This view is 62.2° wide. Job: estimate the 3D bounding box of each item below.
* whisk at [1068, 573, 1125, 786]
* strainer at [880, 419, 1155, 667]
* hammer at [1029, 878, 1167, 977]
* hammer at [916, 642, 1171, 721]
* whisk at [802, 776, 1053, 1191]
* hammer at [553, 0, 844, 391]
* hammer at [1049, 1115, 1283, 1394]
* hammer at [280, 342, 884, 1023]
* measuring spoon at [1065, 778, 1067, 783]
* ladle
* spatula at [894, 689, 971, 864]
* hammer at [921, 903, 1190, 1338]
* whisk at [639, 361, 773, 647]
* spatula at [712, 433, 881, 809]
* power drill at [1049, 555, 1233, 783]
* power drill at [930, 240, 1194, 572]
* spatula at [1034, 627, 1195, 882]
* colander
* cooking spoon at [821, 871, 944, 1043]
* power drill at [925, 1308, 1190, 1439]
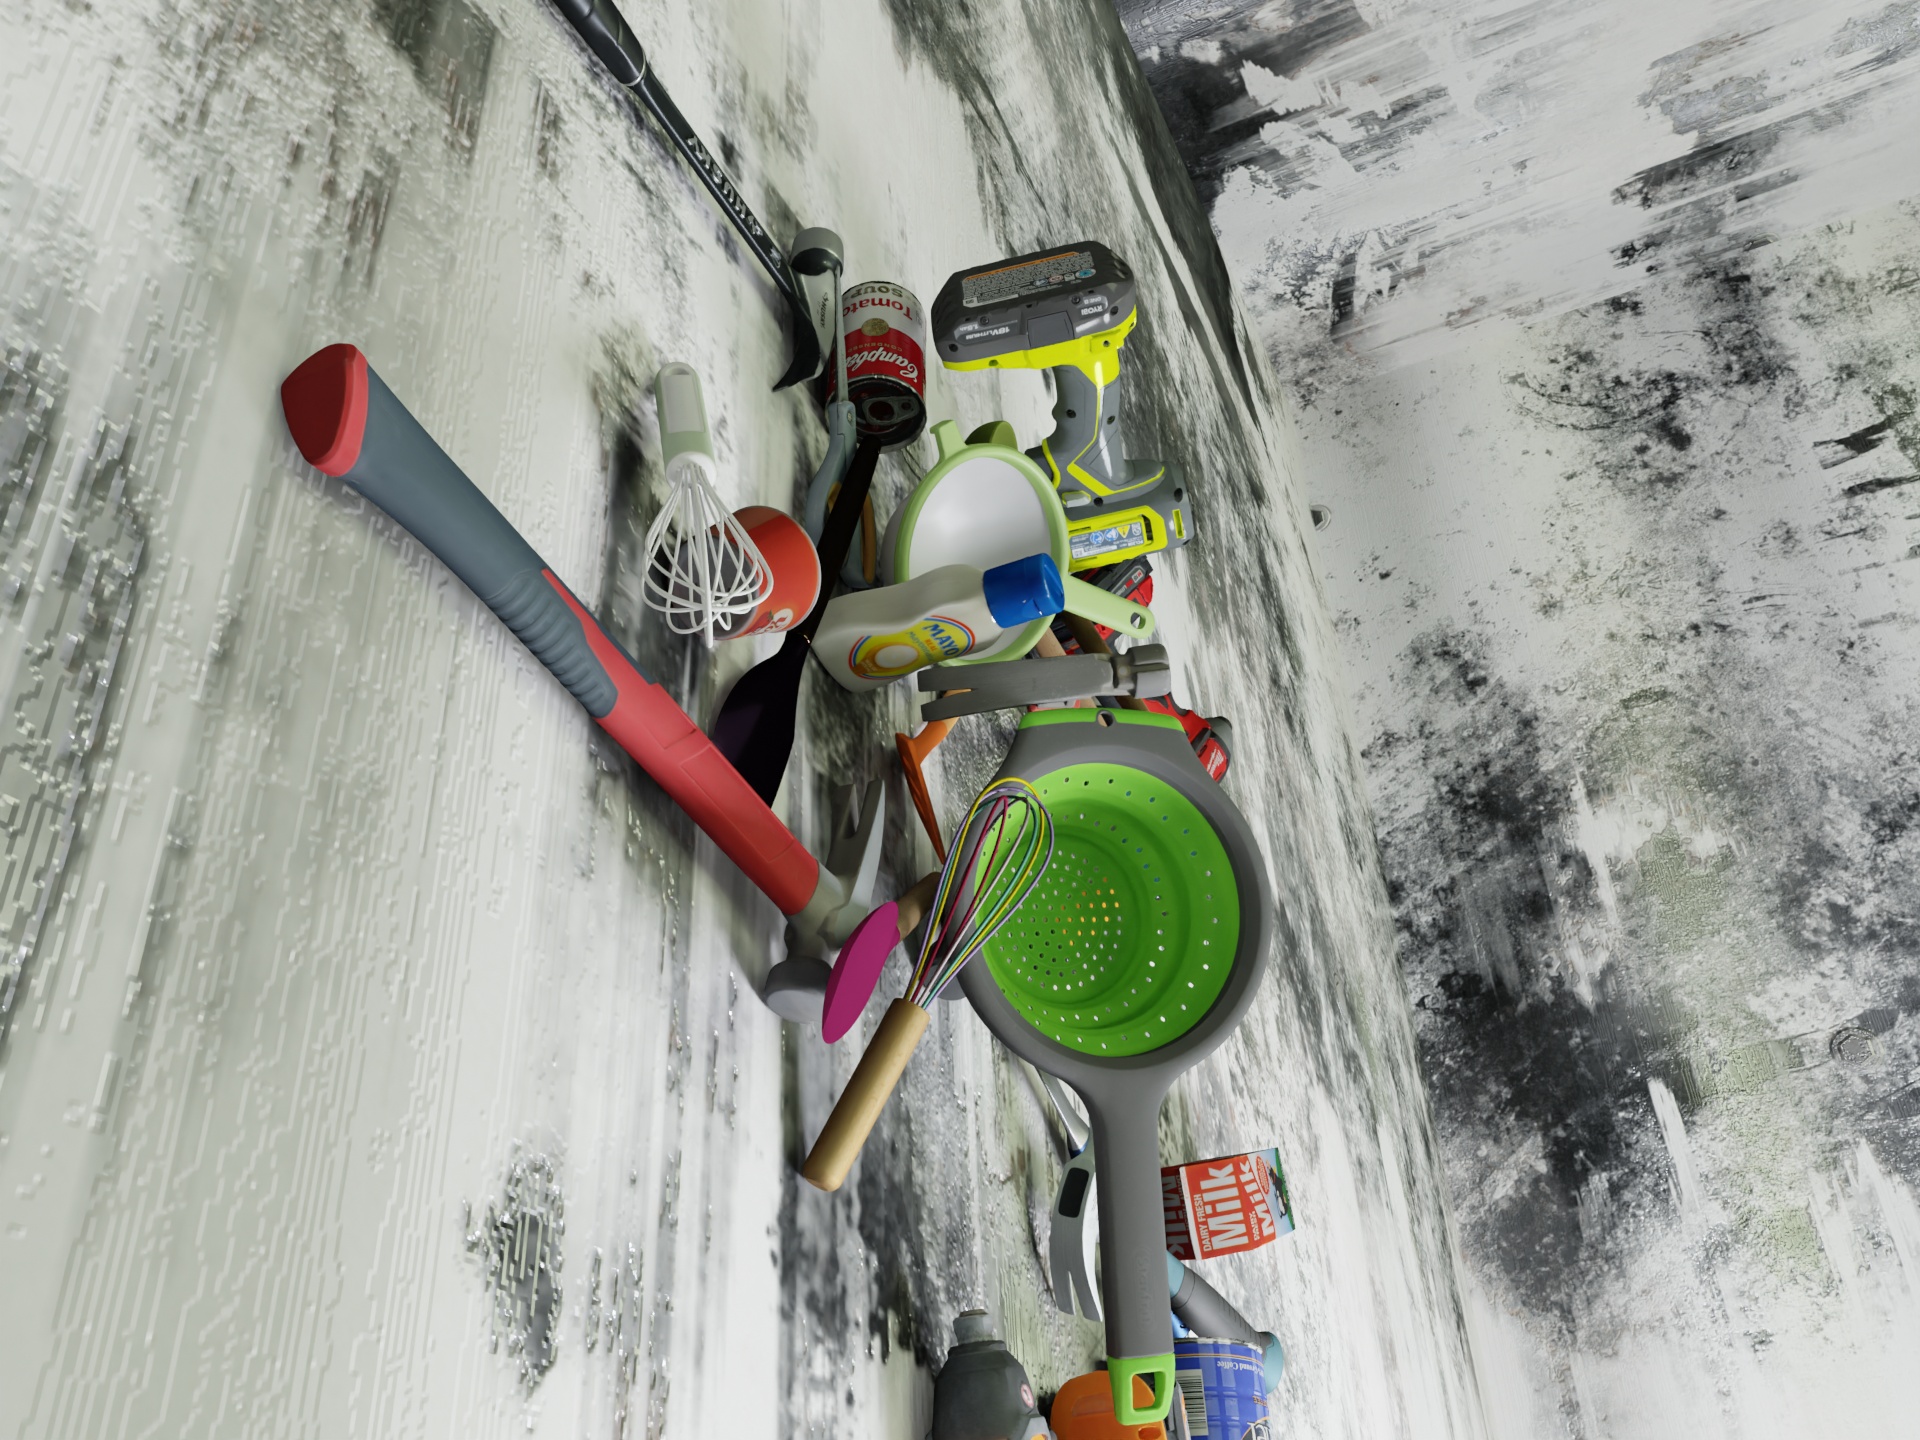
[{"bbox_3d":[0.124,-0.042,1.423,0.070,0.070,0.285,50,36,-48],"label":"whisk"},{"bbox_3d":[0.034,-0.099,1.095,0.256,0.069,0.151,16,88,-44],"label":"strainer"},{"bbox_3d":[0.114,0.138,1.287,0.337,0.034,0.127,-21,96,-70],"label":"hammer"},{"bbox_3d":[0.055,-0.008,1.104,0.359,0.149,0.037,68,15,-84],"label":"hammer"},{"bbox_3d":[-0.018,0.129,0.828,0.245,0.051,0.047,-60,150,-27],"label":"whisk"},{"bbox_3d":[-0.178,-0.354,0.900,0.408,0.036,0.149,48,33,-48],"label":"hammer"},{"bbox_3d":[0.153,0.393,1.109,0.330,0.033,0.128,51,53,-39],"label":"hammer"},{"bbox_3d":[-0.146,-0.021,0.711,0.385,0.038,0.143,54,35,-40],"label":"hammer"},{"bbox_3d":[0.071,0.019,1.301,0.124,0.018,0.034,66,21,-2],"label":"measuring spoon"},{"bbox_3d":[0.080,-0.110,1.208,0.320,0.062,0.078,60,0,33],"label":"ladle"},{"bbox_3d":[-0.002,-0.003,1.084,0.323,0.041,0.081,-59,136,-65],"label":"spatula"},{"bbox_3d":[0.078,0.273,1.092,0.144,0.035,0.405,-71,140,-57],"label":"hammer"},{"bbox_3d":[-0.129,-0.115,0.761,0.247,0.058,0.059,-109,-162,-52],"label":"whisk"},{"bbox_3d":[-0.087,-0.063,0.898,0.059,0.018,0.316,57,34,-37],"label":"spatula"},{"bbox_3d":[0.158,-0.028,1.363,0.143,0.078,0.219,-42,105,-44],"label":"power drill"},{"bbox_3d":[0.053,-0.199,1.106,0.080,0.190,0.228,-95,171,-51],"label":"power drill"},{"bbox_3d":[0.103,-0.008,1.288,0.317,0.082,0.044,58,8,-5],"label":"spatula"},{"bbox_3d":[0.079,0.195,0.937,0.094,0.204,0.397,146,-57,-67],"label":"colander"},{"bbox_3d":[-0.036,0.110,0.851,0.319,0.017,0.069,-19,129,-82],"label":"cooking spoon"},{"bbox_3d":[0.055,0.410,0.873,0.226,0.084,0.164,32,44,-56],"label":"power drill"}]
